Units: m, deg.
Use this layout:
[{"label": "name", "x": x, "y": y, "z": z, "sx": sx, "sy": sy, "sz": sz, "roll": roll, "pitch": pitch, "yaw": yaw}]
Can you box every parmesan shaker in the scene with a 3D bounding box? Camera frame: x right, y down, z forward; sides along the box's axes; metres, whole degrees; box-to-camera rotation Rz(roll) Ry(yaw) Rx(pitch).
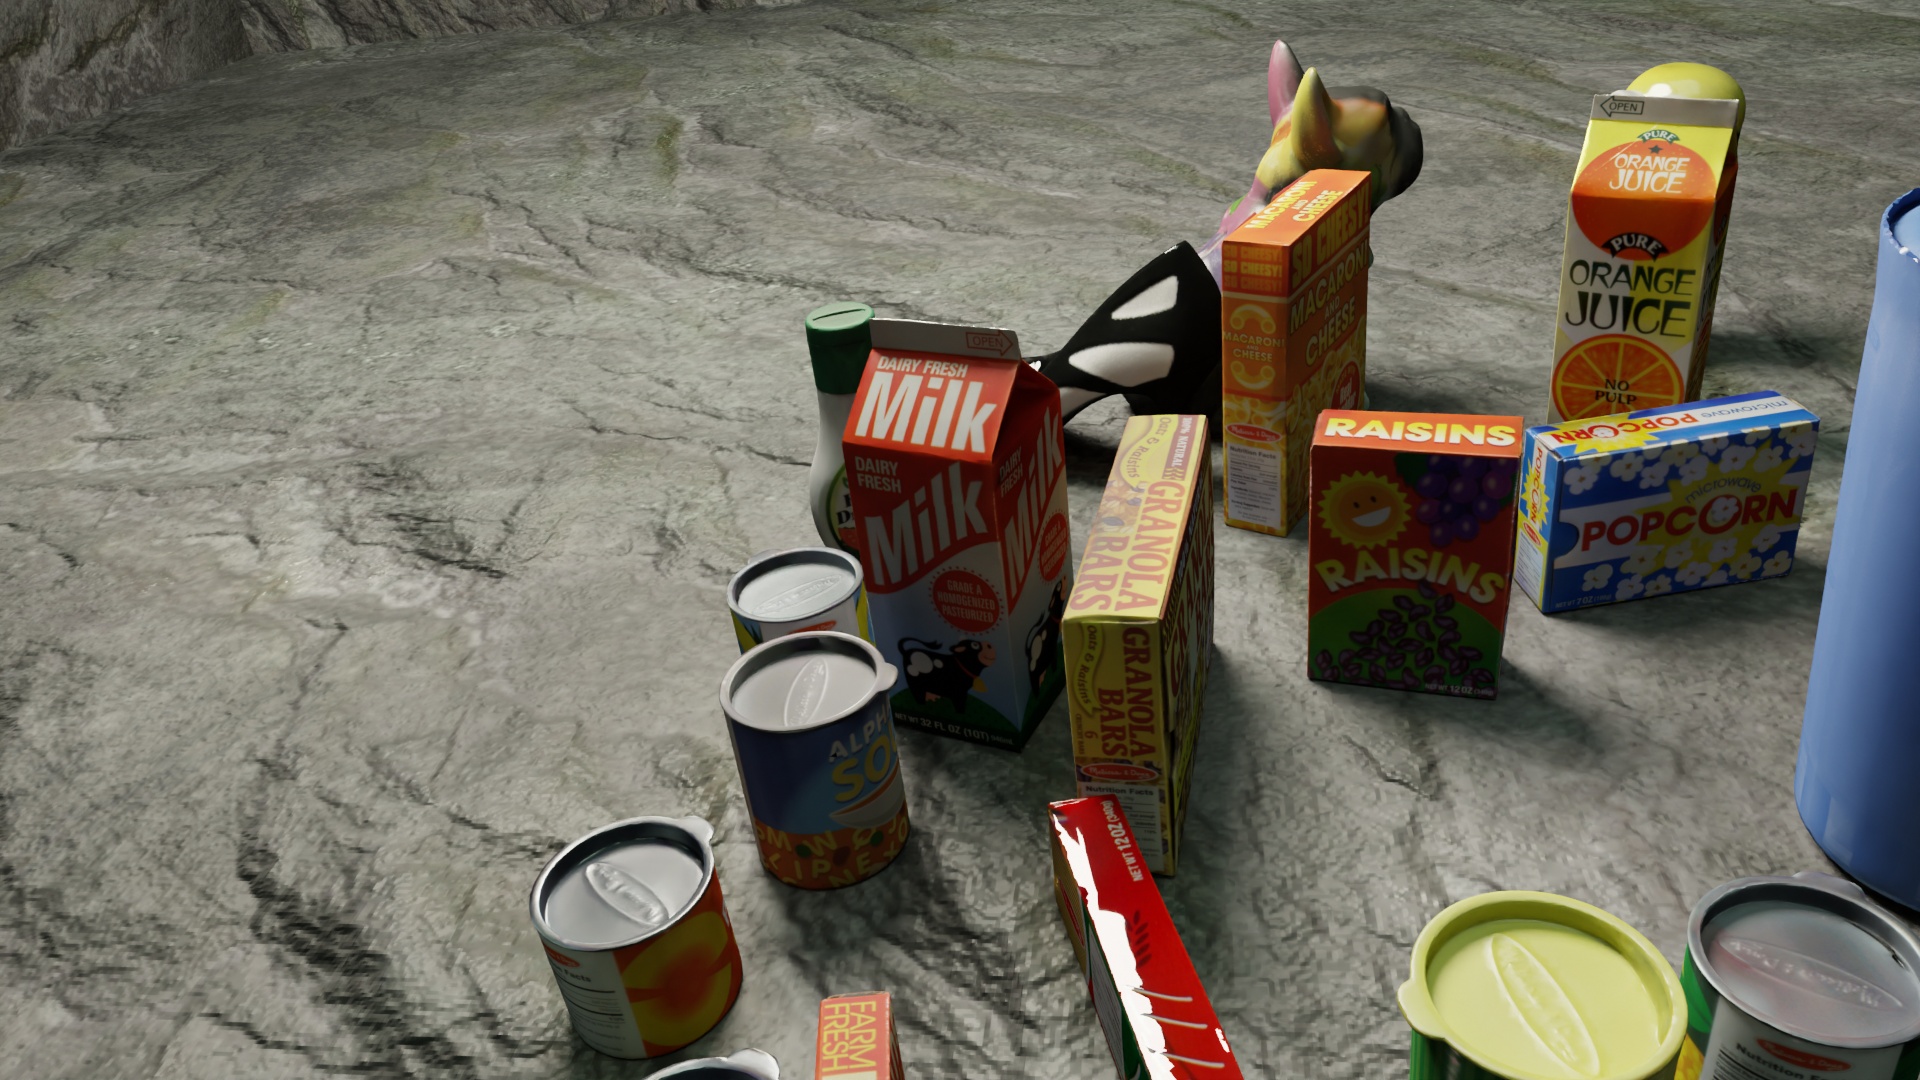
[{"label": "parmesan shaker", "x": 0.154, "y": 0.158, "z": 0.384, "sx": 0.071, "sy": 0.102, "sz": 0.071, "roll": -6, "pitch": 30, "yaw": 3}]

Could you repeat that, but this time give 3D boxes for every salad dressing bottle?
[{"label": "salad dressing bottle", "x": -0.055, "y": -0.053, "z": 0.747, "sx": 0.064, "sy": 0.147, "sz": 0.044, "roll": -14, "pitch": 30, "yaw": -11}]

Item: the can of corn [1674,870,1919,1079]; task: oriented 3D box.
[{"label": "can of corn", "x": 0.257, "y": 0.146, "z": 0.426, "sx": 0.071, "sy": 0.058, "sz": 0.071, "roll": -6, "pitch": 30, "yaw": 3}]

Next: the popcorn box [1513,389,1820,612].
[{"label": "popcorn box", "x": 0.334, "y": -0.019, "z": 0.664, "sx": 0.127, "sy": 0.084, "sz": 0.038, "roll": -9, "pitch": 30, "yaw": -3}]

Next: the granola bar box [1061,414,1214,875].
[{"label": "granola bar box", "x": 0.081, "y": 0.038, "z": 0.585, "sx": 0.039, "sy": 0.123, "sz": 0.166, "roll": 2, "pitch": 31, "yaw": 16}]

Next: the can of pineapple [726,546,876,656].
[{"label": "can of pineapple", "x": -0.076, "y": 0.043, "z": 0.677, "sx": 0.071, "sy": 0.057, "sz": 0.071, "roll": -6, "pitch": 30, "yaw": 3}]

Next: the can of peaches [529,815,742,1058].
[{"label": "can of peaches", "x": -0.116, "y": 0.144, "z": 0.512, "sx": 0.071, "sy": 0.057, "sz": 0.071, "roll": -6, "pitch": 30, "yaw": 3}]

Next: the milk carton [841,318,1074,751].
[{"label": "milk carton", "x": 0.002, "y": -0.008, "z": 0.615, "sx": 0.072, "sy": 0.189, "sz": 0.074, "roll": 8, "pitch": 34, "yaw": 26}]

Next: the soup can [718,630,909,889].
[{"label": "soup can", "x": -0.055, "y": 0.090, "z": 0.567, "sx": 0.071, "sy": 0.083, "sz": 0.072, "roll": -6, "pitch": 30, "yaw": 3}]

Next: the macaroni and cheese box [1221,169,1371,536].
[{"label": "macaroni and cheese box", "x": 0.185, "y": -0.105, "z": 0.764, "sx": 0.040, "sy": 0.165, "sz": 0.124, "roll": 13, "pitch": 36, "yaw": 31}]

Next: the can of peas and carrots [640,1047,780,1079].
[{"label": "can of peas and carrots", "x": -0.073, "y": 0.197, "z": 0.411, "sx": 0.071, "sy": 0.058, "sz": 0.071, "roll": -6, "pitch": 30, "yaw": 3}]

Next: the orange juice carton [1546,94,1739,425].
[{"label": "orange juice carton", "x": 0.379, "y": -0.150, "z": 0.772, "sx": 0.072, "sy": 0.191, "sz": 0.073, "roll": 13, "pitch": 36, "yaw": 32}]

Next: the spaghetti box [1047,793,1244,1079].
[{"label": "spaghetti box", "x": 0.071, "y": 0.176, "z": 0.424, "sx": 0.029, "sy": 0.050, "sz": 0.251, "roll": -11, "pitch": 30, "yaw": -6}]

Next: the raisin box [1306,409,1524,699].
[{"label": "raisin box", "x": 0.199, "y": 0.006, "z": 0.615, "sx": 0.086, "sy": 0.122, "sz": 0.040, "roll": 5, "pitch": 32, "yaw": 21}]

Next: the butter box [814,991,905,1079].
[{"label": "butter box", "x": -0.029, "y": 0.193, "z": 0.415, "sx": 0.024, "sy": 0.053, "sz": 0.104, "roll": -7, "pitch": 30, "yaw": 1}]
